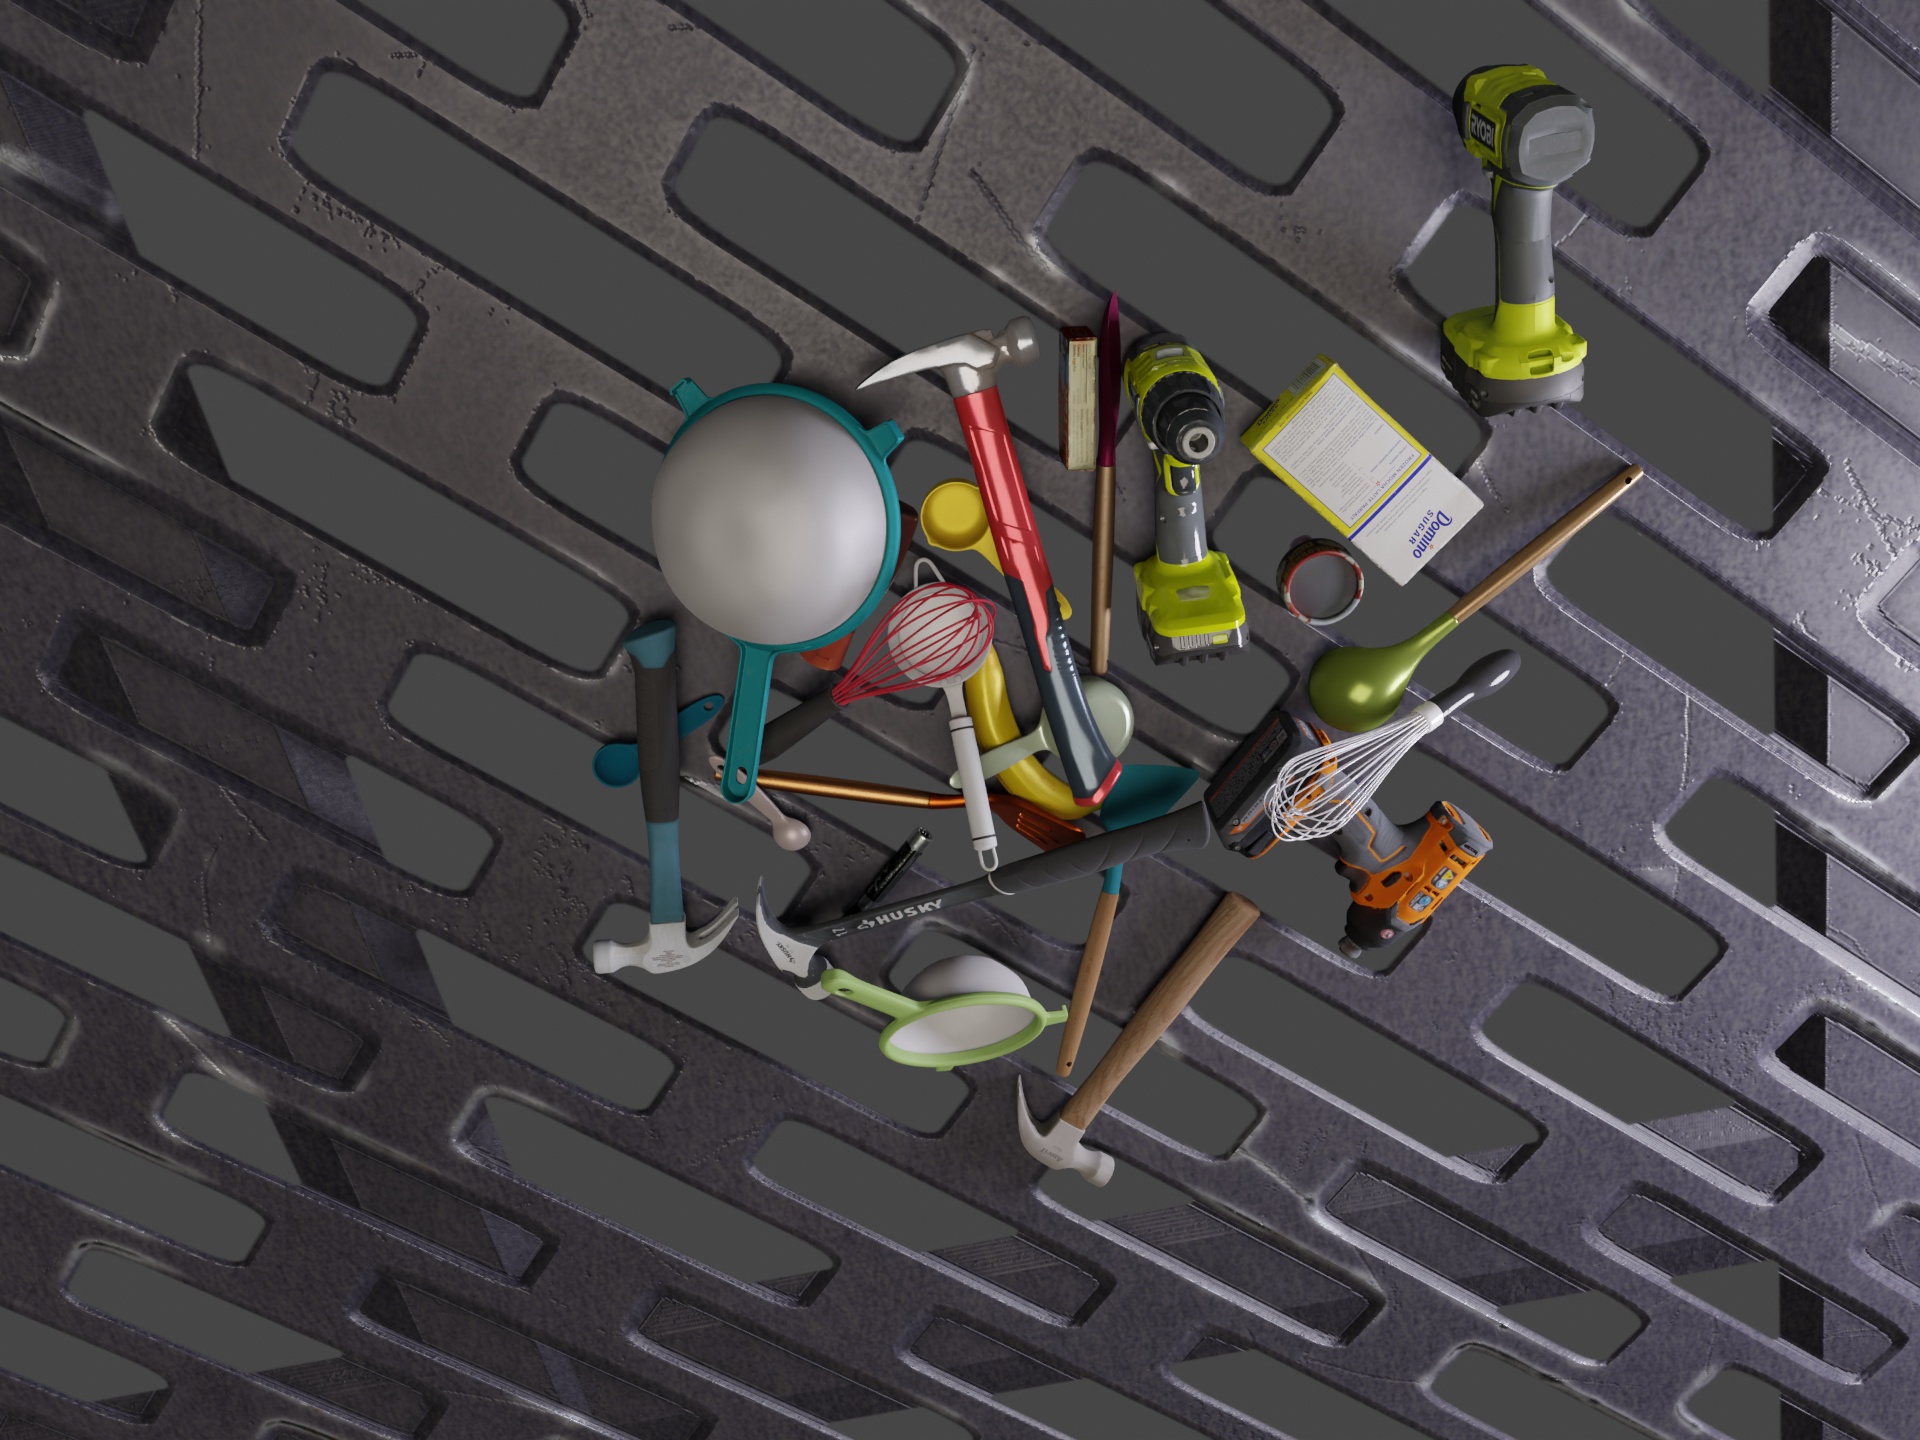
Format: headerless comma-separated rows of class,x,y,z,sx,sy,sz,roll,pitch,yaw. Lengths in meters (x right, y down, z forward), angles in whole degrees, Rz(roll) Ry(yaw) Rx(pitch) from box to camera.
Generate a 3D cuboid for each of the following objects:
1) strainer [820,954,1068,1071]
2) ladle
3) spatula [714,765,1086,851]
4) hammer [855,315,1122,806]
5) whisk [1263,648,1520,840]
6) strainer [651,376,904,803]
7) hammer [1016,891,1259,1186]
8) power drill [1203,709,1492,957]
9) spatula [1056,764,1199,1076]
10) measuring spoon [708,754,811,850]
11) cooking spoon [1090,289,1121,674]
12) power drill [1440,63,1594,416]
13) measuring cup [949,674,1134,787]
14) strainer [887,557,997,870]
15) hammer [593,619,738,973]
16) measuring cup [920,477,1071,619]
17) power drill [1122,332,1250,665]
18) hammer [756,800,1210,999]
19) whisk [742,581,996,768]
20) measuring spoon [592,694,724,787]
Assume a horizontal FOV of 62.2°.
strainer,-0.034,0.234,1.388,0.151,0.069,0.256,-29,142,27
ladle,0.422,-0.104,1.309,0.320,0.062,0.078,-40,100,7
spatula,-0.052,0.074,1.368,0.322,0.041,0.081,8,154,-1
hammer,0.038,-0.109,1.252,0.143,0.038,0.386,-17,105,1
whisk,0.355,0.014,1.288,0.284,0.070,0.070,-30,114,-22
strainer,-0.169,-0.087,1.224,0.211,0.095,0.340,15,107,16
hammer,0.164,0.289,1.473,0.130,0.031,0.331,29,109,-13
power drill,0.324,0.108,1.372,0.226,0.084,0.164,30,110,-17
spatula,0.130,0.179,1.406,0.082,0.044,0.317,5,108,-25
measuring spoon,-0.175,0.073,1.365,0.034,0.018,0.124,-21,126,33
cooking spoon,0.114,-0.179,1.261,0.017,0.069,0.318,5,119,11
power drill,0.393,-0.347,1.137,0.080,0.171,0.223,-9,122,3
measuring cup,0.069,0.020,1.318,0.167,0.038,0.083,-25,107,-15
strainer,-0.002,-0.004,1.296,0.087,0.050,0.258,-12,84,11
hammer,-0.256,0.071,1.353,0.128,0.033,0.330,-3,116,-10
measuring cup,0.032,-0.137,1.289,0.156,0.029,0.062,40,107,-19
power drill,0.169,-0.161,1.195,0.080,0.191,0.228,-8,118,2
hammer,0.016,0.138,1.347,0.409,0.036,0.149,-18,134,16
whisk,-0.085,-0.029,1.282,0.296,0.073,0.073,-31,112,34
measuring spoon,-0.257,0.012,1.356,0.128,0.021,0.042,-32,118,2
